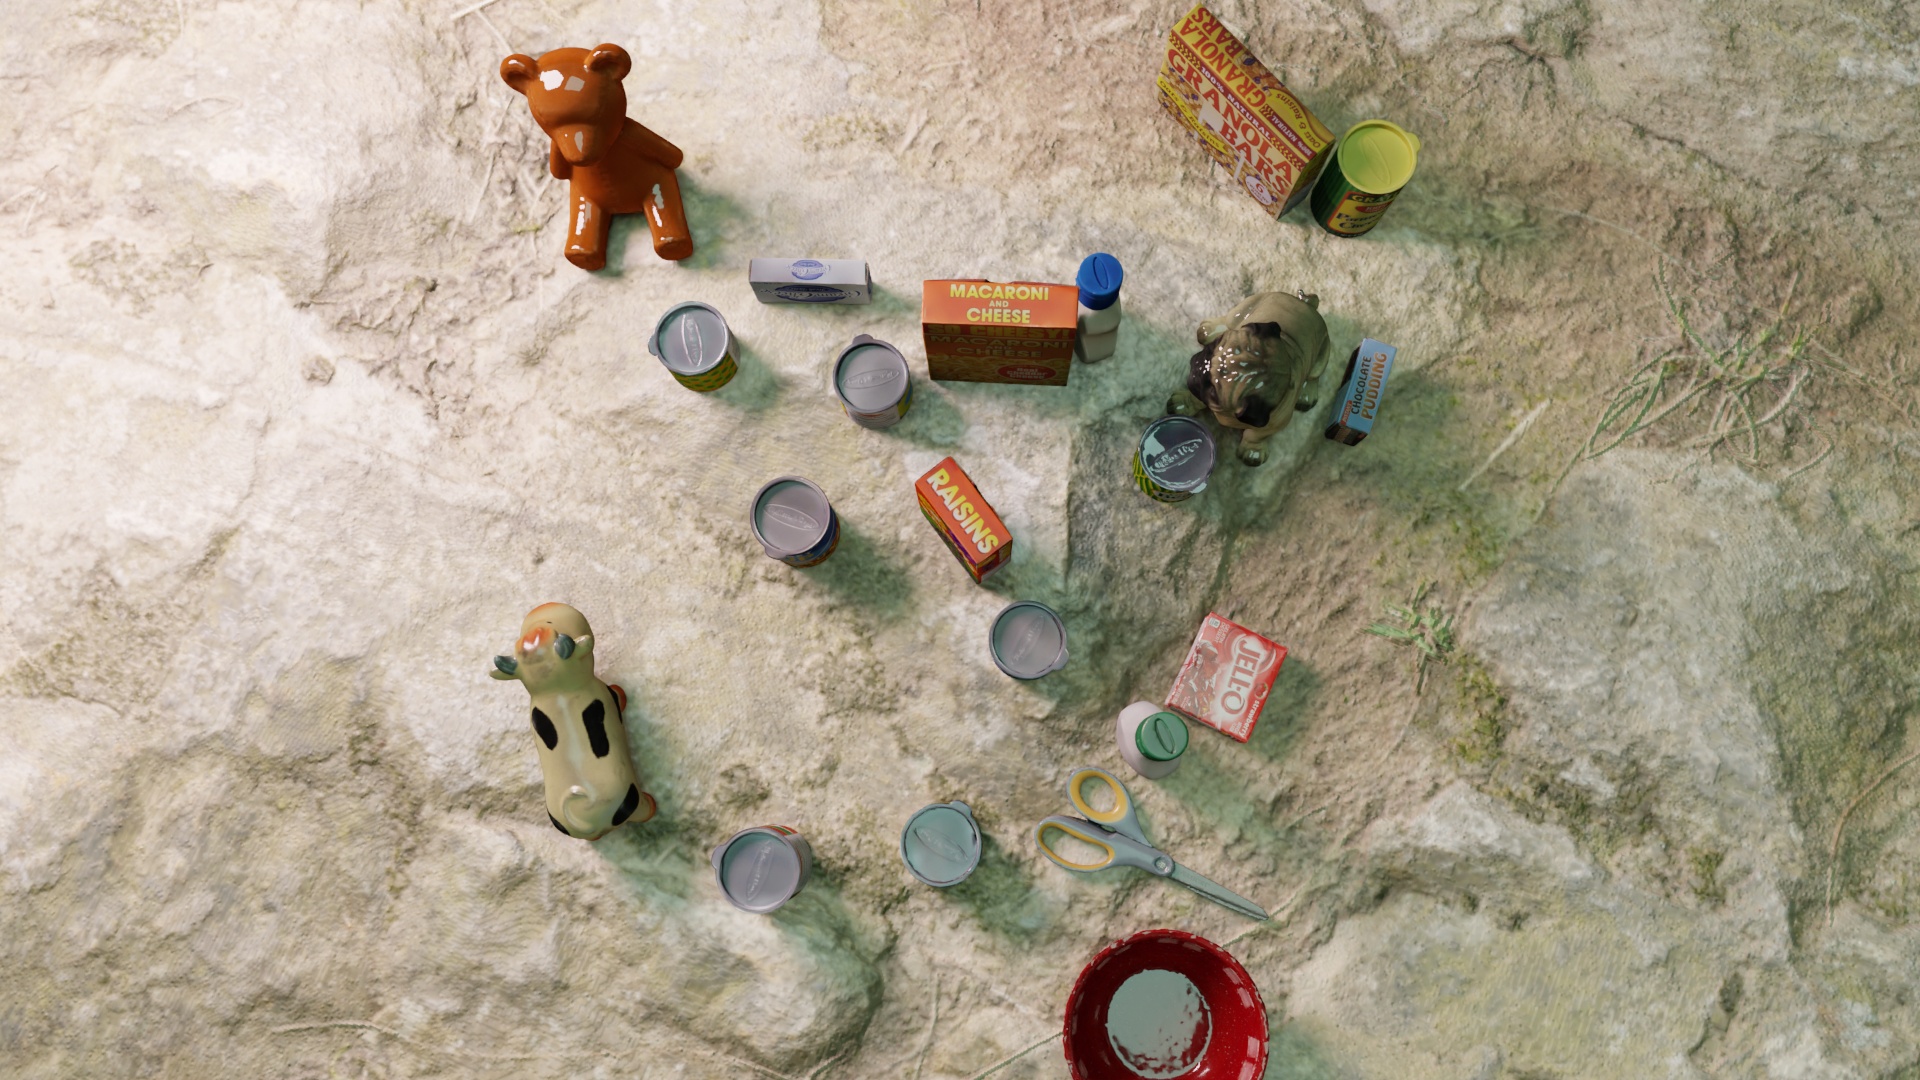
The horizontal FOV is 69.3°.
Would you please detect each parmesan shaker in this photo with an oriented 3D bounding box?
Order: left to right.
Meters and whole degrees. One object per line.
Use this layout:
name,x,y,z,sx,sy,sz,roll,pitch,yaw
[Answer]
parmesan shaker,0.350,-0.312,1.205,0.071,0.103,0.071,0,80,1

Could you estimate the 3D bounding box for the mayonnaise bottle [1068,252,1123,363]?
mayonnaise bottle,0.113,-0.198,1.166,0.041,0.148,0.065,-16,81,-1

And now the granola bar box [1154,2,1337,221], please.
granola bar box,0.242,-0.368,1.206,0.039,0.124,0.165,-41,82,-5

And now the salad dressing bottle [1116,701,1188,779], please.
salad dressing bottle,0.153,0.158,1.103,0.044,0.147,0.064,-23,81,-3

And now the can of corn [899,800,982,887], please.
can of corn,-0.013,0.245,1.136,0.071,0.058,0.071,0,80,1

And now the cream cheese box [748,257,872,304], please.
cream cheese box,-0.131,-0.228,1.224,0.104,0.053,0.024,1,81,1

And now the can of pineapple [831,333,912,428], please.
can of pineapple,-0.075,-0.137,1.205,0.071,0.058,0.071,0,80,1

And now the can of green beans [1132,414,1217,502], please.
can of green beans,0.182,-0.069,1.188,0.071,0.057,0.071,0,80,1

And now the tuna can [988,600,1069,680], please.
tuna can,0.059,0.087,1.175,0.071,0.033,0.071,0,80,1

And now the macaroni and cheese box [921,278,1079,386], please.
macaroni and cheese box,0.032,-0.171,1.154,0.124,0.166,0.040,2,81,2

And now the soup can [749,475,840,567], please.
soup can,-0.139,-0.012,1.171,0.071,0.083,0.071,0,80,1

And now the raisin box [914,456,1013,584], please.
raisin box,0.004,-0.014,1.149,0.040,0.123,0.086,-36,82,-5

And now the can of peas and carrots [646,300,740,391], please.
can of peas and carrots,-0.232,-0.168,1.213,0.071,0.058,0.071,0,80,1

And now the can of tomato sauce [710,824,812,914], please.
can of tomato sauce,-0.159,0.264,1.123,0.071,0.083,0.071,0,80,1

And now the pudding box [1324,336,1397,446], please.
pudding box,0.345,-0.128,1.199,0.030,0.049,0.084,20,81,4
